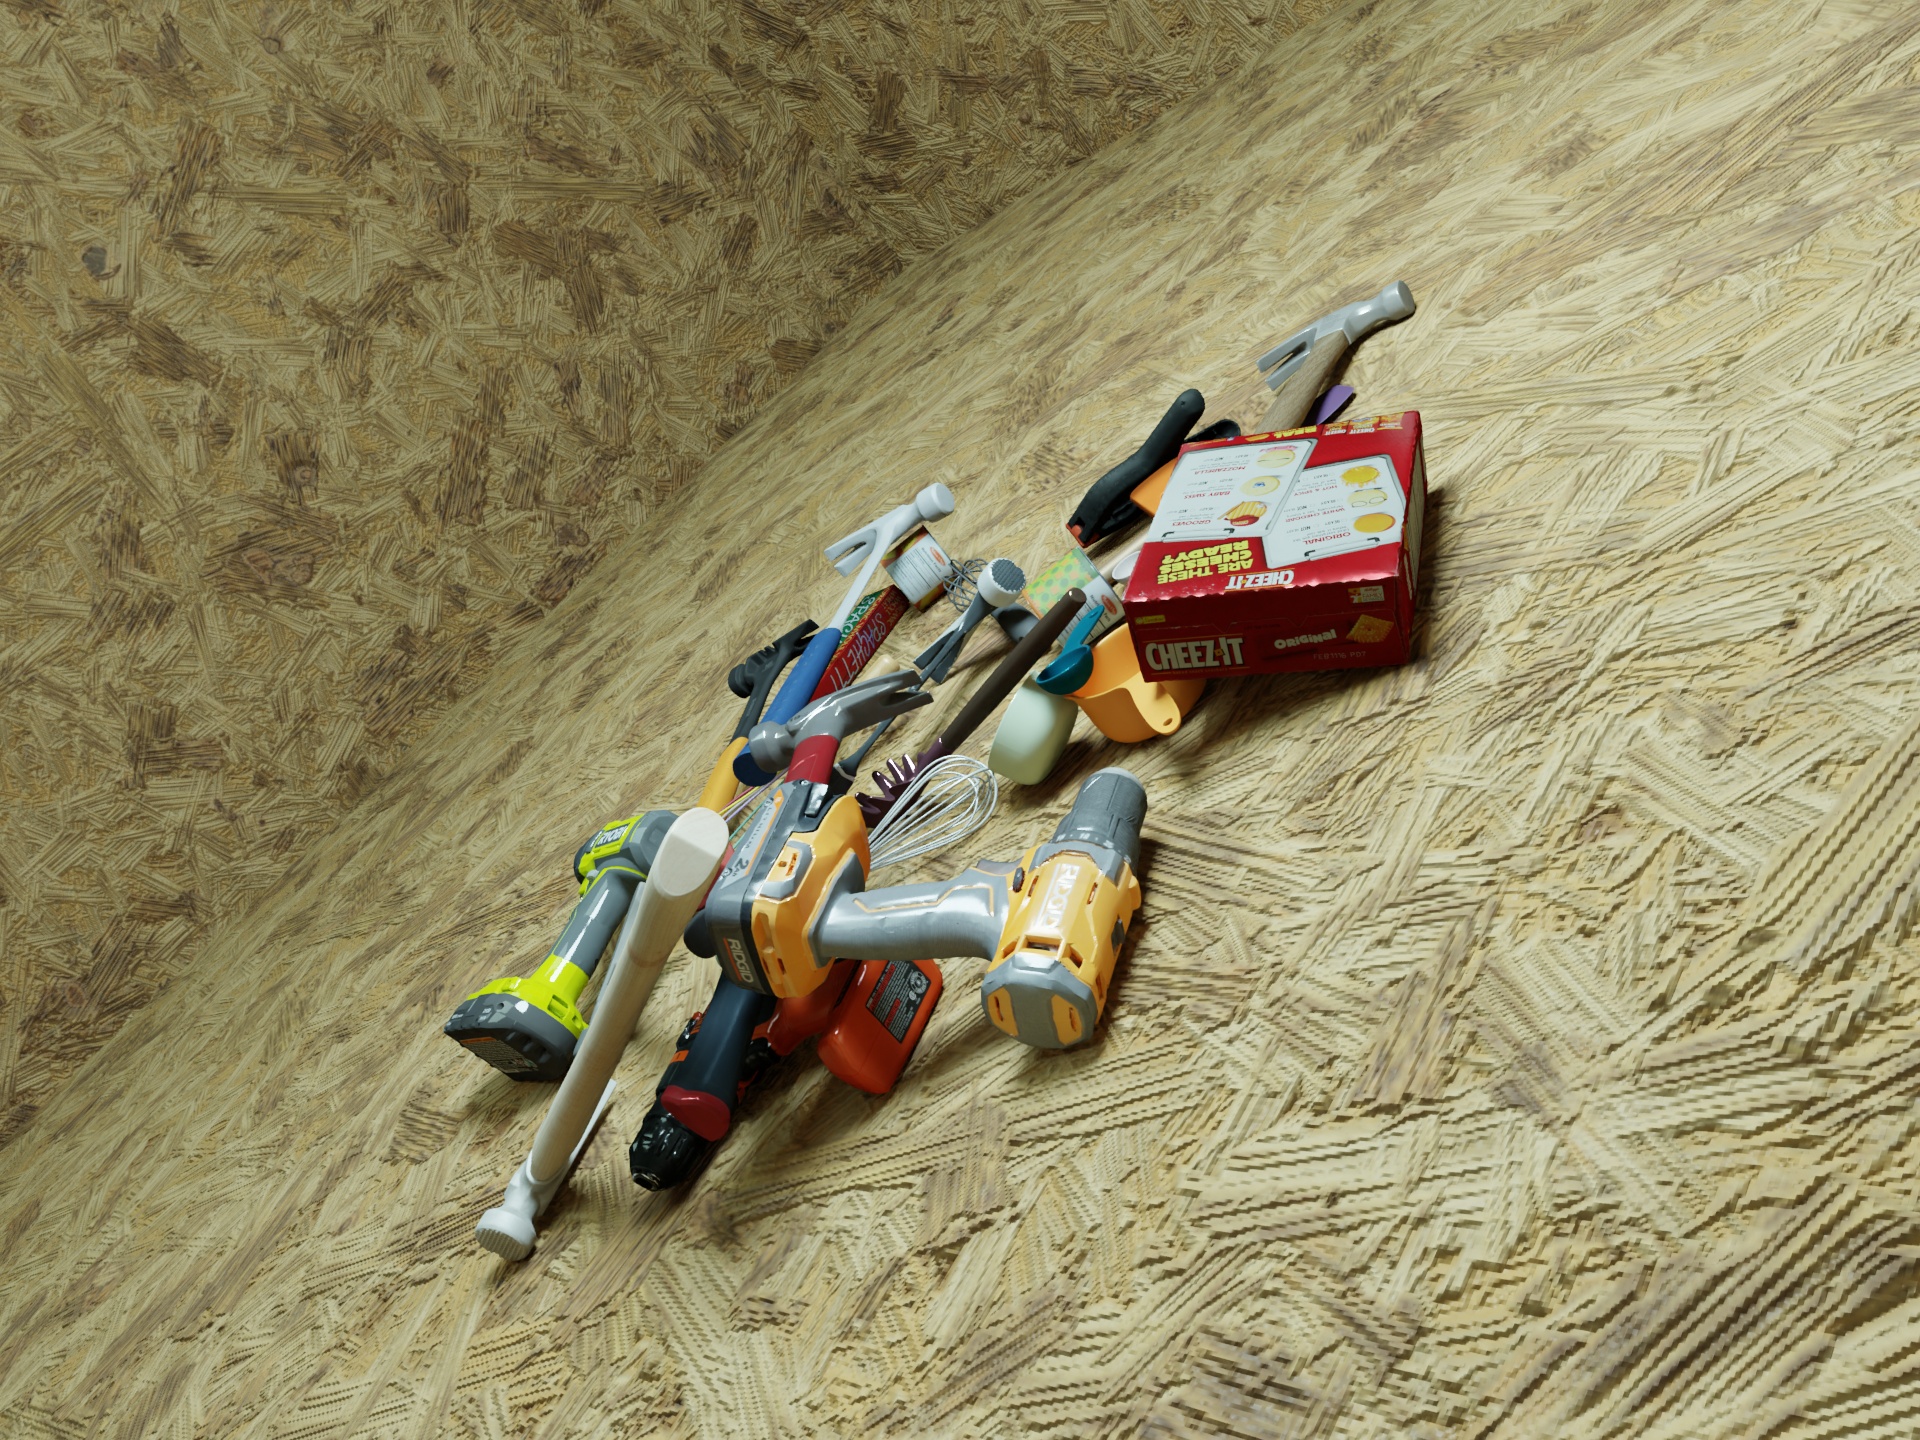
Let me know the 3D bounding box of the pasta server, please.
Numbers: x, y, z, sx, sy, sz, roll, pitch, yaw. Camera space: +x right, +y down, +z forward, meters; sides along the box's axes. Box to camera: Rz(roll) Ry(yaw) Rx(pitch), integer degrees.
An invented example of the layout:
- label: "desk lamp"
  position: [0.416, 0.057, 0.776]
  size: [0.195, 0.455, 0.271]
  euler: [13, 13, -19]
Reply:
- label: "pasta server"
  position: [-0.002, -0.004, 1.120]
  size: [0.060, 0.040, 0.316]
  euler: [-51, 2, -43]

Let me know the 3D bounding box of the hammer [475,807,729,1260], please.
- label: "hammer"
  position: [-0.208, 0.179, 0.961]
  size: [0.410, 0.038, 0.146]
  euler: [-58, 5, 42]

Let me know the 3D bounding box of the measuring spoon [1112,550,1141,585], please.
- label: "measuring spoon"
  position: [0.159, -0.109, 1.237]
  size: [0.034, 0.018, 0.124]
  euler: [-43, 27, -10]

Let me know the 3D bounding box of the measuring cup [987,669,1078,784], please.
- label: "measuring cup"
  position: [0.072, -0.006, 1.129]
  size: [0.167, 0.038, 0.083]
  euler: [-37, -30, -58]

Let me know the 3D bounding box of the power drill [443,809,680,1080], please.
- label: "power drill"
  position: [-0.320, 0.181, 1.311]
  size: [0.171, 0.080, 0.223]
  euler: [-19, 35, 52]

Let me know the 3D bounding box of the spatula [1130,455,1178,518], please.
- label: "spatula"
  position: [0.197, -0.136, 1.185]
  size: [0.081, 0.041, 0.323]
  euler: [-34, 22, 9]

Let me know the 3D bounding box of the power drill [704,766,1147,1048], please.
- label: "power drill"
  position: [-0.008, 0.089, 0.908]
  size: [0.226, 0.084, 0.185]
  euler: [5, 41, 21]

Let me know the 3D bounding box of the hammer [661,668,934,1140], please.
- label: "hammer"
  position: [-0.107, 0.102, 1.021]
  size: [0.143, 0.038, 0.387]
  euler: [-21, 31, 21]

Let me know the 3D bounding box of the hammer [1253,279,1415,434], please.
- label: "hammer"
  position: [0.271, -0.261, 1.291]
  size: [0.130, 0.031, 0.331]
  euler: [-19, 23, 40]

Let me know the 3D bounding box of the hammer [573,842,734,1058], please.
- label: "hammer"
  position: [-0.203, 0.135, 1.081]
  size: [0.359, 0.036, 0.149]
  euler: [132, 158, -60]

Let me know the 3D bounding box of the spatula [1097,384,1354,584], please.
- label: "spatula"
  position: [0.194, -0.178, 1.308]
  size: [0.316, 0.018, 0.060]
  euler: [-38, 19, 1]

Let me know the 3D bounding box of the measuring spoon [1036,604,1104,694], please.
- label: "measuring spoon"
  position: [0.085, -0.048, 1.085]
  size: [0.042, 0.021, 0.129]
  euler: [-28, 13, 28]

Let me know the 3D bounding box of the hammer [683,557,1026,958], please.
- label: "hammer"
  position: [-0.083, 0.030, 1.228]
  size: [0.409, 0.036, 0.149]
  euler: [-51, 2, -38]

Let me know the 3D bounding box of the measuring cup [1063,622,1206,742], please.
- label: "measuring cup"
  position: [0.127, -0.010, 1.025]
  size: [0.095, 0.052, 0.174]
  euler: [-37, 22, 7]

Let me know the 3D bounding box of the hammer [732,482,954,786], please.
- label: "hammer"
  position: [-0.117, -0.079, 1.428]
  size: [0.144, 0.035, 0.406]
  euler: [-25, 26, 33]

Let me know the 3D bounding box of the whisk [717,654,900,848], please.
- label: "whisk"
  position: [-0.139, 0.039, 1.335]
  size: [0.245, 0.047, 0.051]
  euler: [-48, 0, -1]

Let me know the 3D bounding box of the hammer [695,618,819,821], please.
- label: "hammer"
  position: [-0.205, 0.043, 1.447]
  size: [0.127, 0.034, 0.337]
  euler: [-29, 30, 35]

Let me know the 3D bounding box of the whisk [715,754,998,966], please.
- label: "whisk"
  position: [-0.075, 0.105, 1.133]
  size: [0.246, 0.058, 0.059]
  euler: [-35, -15, 8]

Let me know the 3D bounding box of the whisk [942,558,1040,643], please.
- label: "whisk"
  position: [0.033, -0.098, 1.390]
  size: [0.055, 0.055, 0.239]
  euler: [-39, 25, -1]
